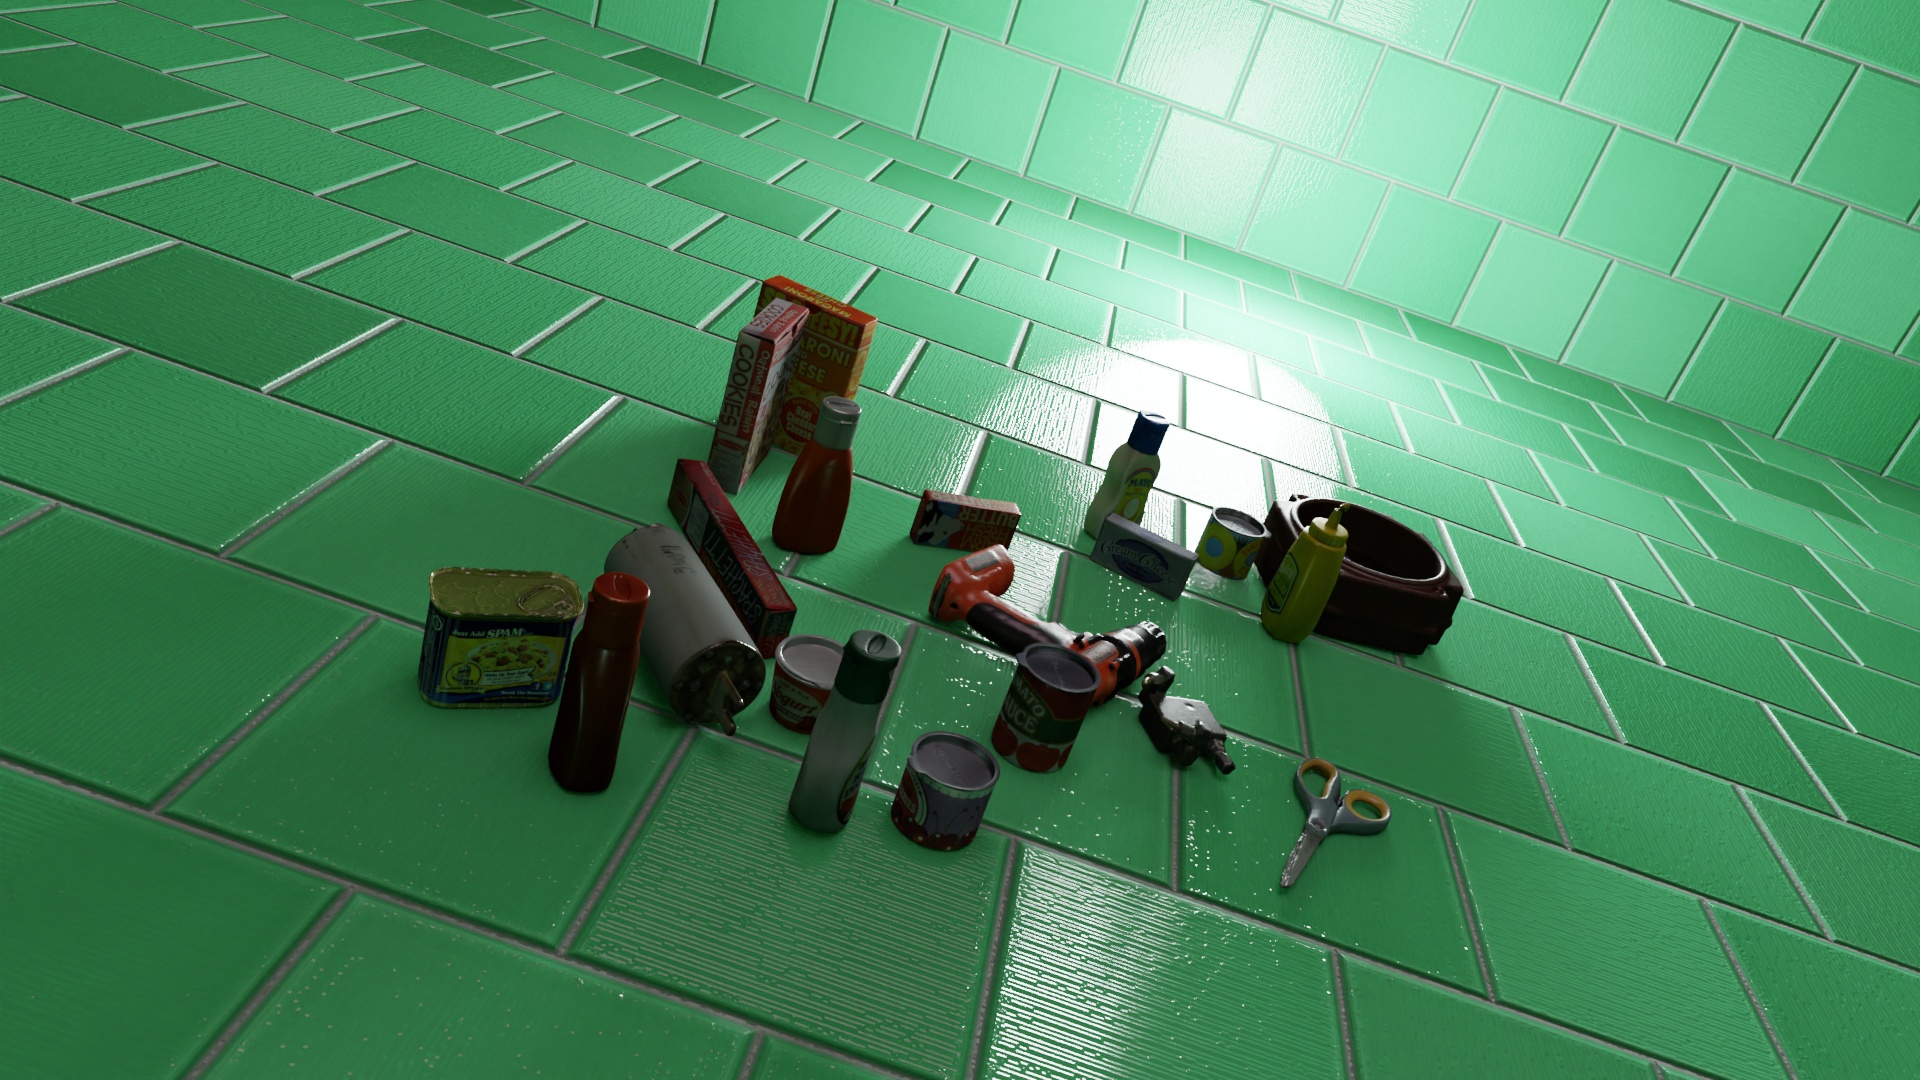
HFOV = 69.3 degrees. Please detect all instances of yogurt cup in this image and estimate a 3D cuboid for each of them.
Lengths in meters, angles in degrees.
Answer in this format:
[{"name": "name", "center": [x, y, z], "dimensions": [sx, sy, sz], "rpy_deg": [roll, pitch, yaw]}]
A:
[{"name": "yogurt cup", "center": [-0.115, 0.112, 1.070], "dimensions": [0.072, 0.053, 0.073], "rpy_deg": [15, 26, -8]}]

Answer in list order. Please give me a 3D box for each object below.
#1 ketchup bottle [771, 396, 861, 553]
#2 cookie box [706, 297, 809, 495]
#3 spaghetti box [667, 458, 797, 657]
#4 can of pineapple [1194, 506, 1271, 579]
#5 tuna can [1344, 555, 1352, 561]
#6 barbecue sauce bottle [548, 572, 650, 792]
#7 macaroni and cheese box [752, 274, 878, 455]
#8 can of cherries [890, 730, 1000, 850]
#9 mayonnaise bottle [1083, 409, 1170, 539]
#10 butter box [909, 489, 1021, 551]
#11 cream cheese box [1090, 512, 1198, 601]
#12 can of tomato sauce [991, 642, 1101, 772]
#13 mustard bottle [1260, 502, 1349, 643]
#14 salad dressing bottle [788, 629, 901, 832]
[{"name": "ketchup bottle", "center": [-0.128, -0.060, 1.285], "dimensions": [0.065, 0.148, 0.044], "rpy_deg": [4, 30, -29]}, {"name": "cookie box", "center": [-0.202, -0.145, 1.379], "dimensions": [0.040, 0.166, 0.123], "rpy_deg": [20, 26, 0]}, {"name": "spaghetti box", "center": [-0.203, 0.011, 1.210], "dimensions": [0.029, 0.050, 0.251], "rpy_deg": [2, 31, -32]}, {"name": "can of pineapple", "center": [0.303, 0.004, 1.556], "dimensions": [0.071, 0.057, 0.071], "rpy_deg": [15, 26, -8]}, {"name": "tuna can", "center": [0.417, 0.031, 1.607], "dimensions": [0.071, 0.032, 0.071], "rpy_deg": [15, 26, -8]}, {"name": "barbecue sauce bottle", "center": [-0.239, 0.092, 0.919], "dimensions": [0.044, 0.147, 0.065], "rpy_deg": [6, 29, -26]}, {"name": "macaroni and cheese box", "center": [-0.169, -0.179, 1.467], "dimensions": [0.124, 0.165, 0.040], "rpy_deg": [25, 26, 12]}, {"name": "can of cherries", "center": [-0.014, 0.180, 1.001], "dimensions": [0.071, 0.058, 0.072], "rpy_deg": [15, 26, -8]}, {"name": "mayonnaise bottle", "center": [0.186, -0.069, 1.515], "dimensions": [0.065, 0.147, 0.041], "rpy_deg": [1, 31, -33]}, {"name": "butter box", "center": [0.005, -0.018, 1.402], "dimensions": [0.103, 0.053, 0.024], "rpy_deg": [8, 28, -22]}, {"name": "cream cheese box", "center": [0.192, 0.017, 1.460], "dimensions": [0.104, 0.053, 0.024], "rpy_deg": [28, 27, 17]}, {"name": "can of tomato sauce", "center": [0.066, 0.134, 1.115], "dimensions": [0.071, 0.082, 0.071], "rpy_deg": [15, 26, -8]}, {"name": "mustard bottle", "center": [0.361, 0.027, 1.433], "dimensions": [0.049, 0.159, 0.065], "rpy_deg": [12, 27, -14]}, {"name": "salad dressing bottle", "center": [-0.078, 0.131, 0.952], "dimensions": [0.044, 0.147, 0.064], "rpy_deg": [23, 26, 7]}]
